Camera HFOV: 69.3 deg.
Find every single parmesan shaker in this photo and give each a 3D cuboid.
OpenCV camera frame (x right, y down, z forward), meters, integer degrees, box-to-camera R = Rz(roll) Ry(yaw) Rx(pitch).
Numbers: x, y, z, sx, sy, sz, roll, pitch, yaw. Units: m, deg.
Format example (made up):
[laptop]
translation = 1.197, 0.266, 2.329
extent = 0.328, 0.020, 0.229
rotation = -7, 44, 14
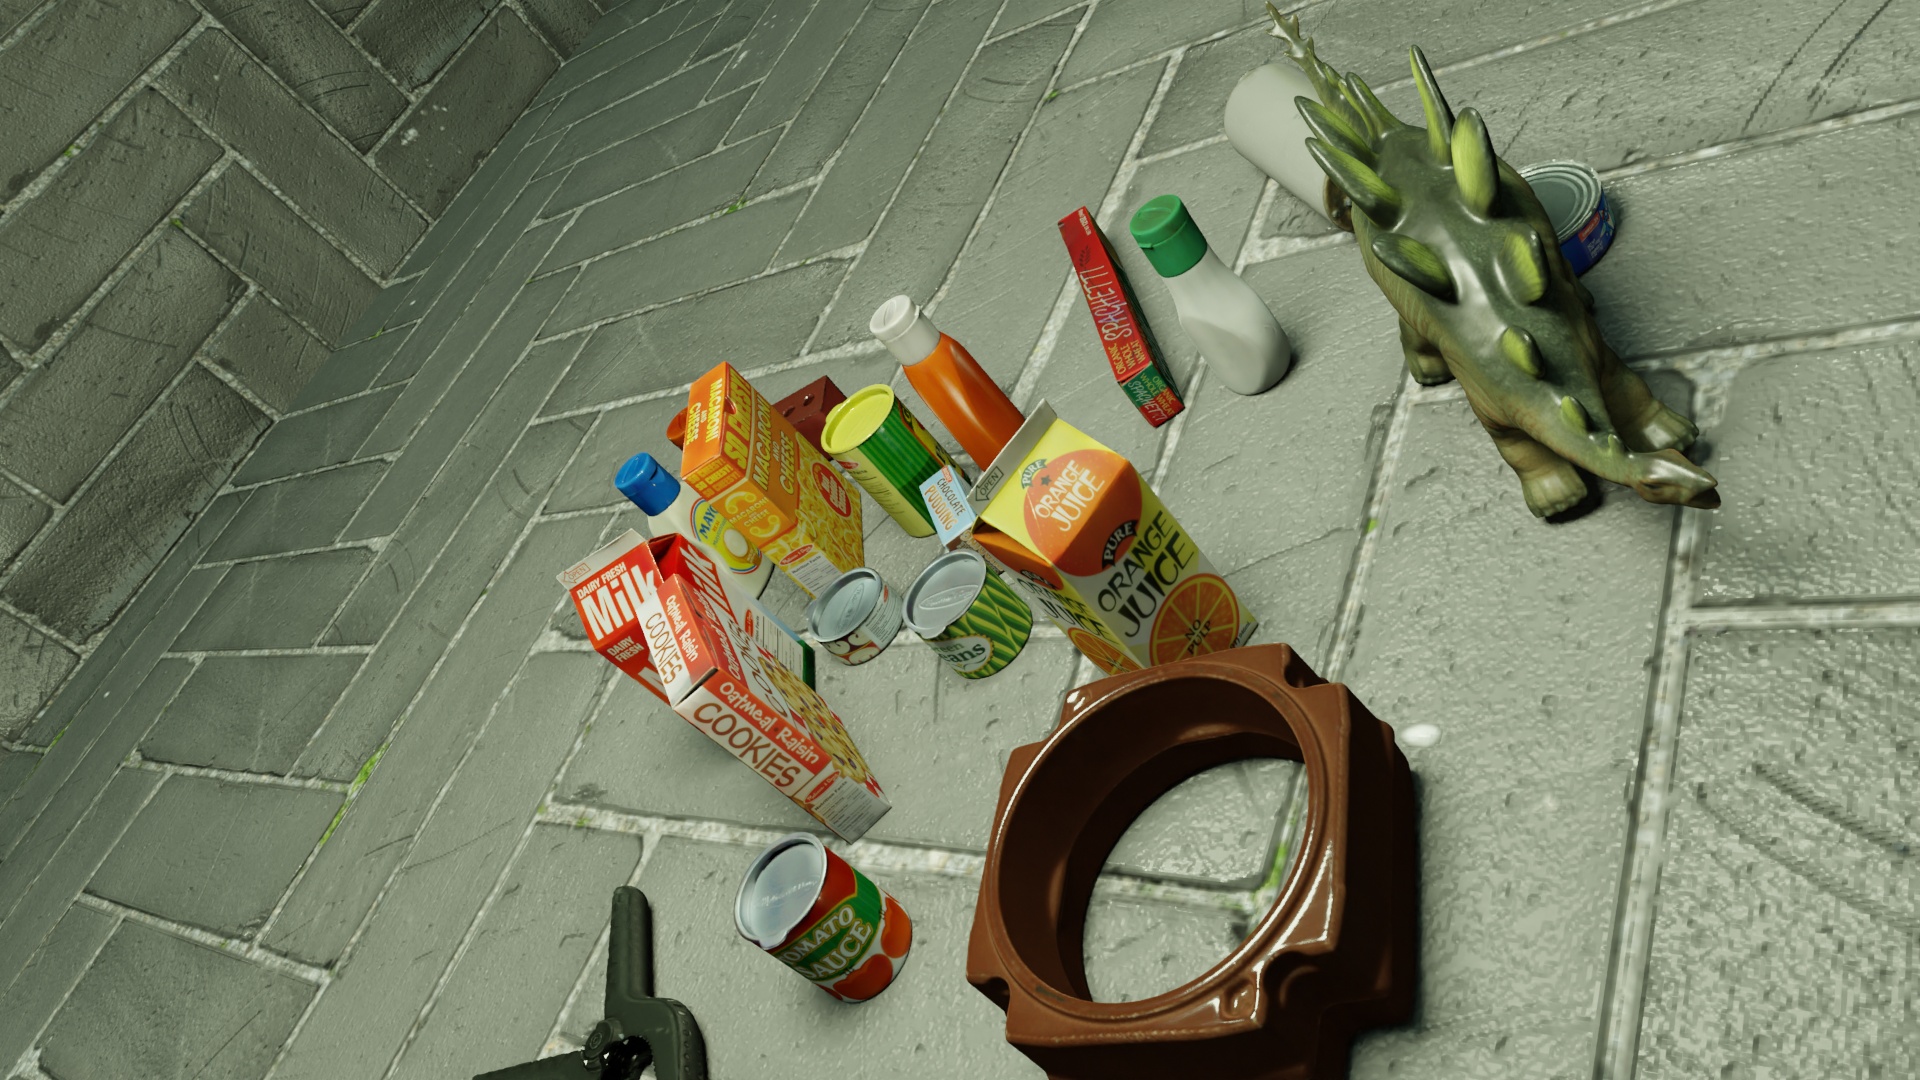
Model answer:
[parmesan shaker]
translation = -0.048, -0.059, 1.042
extent = 0.071, 0.103, 0.072
rotation = -27, 38, 23

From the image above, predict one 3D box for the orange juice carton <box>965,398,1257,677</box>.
[orange juice carton]
translation = 0.077, 0.010, 0.764
extent = 0.072, 0.192, 0.073
rotation = -53, 35, -13

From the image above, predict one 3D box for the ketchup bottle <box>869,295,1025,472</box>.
[ketchup bottle]
translation = -0.008, -0.117, 1.023
extent = 0.043, 0.148, 0.065
rotation = -24, 39, 27

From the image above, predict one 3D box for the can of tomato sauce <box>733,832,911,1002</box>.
[can of tomato sauce]
translation = -0.077, 0.217, 0.792
extent = 0.071, 0.083, 0.071
rotation = -27, 38, 23

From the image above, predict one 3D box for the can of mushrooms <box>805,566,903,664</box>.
[can of mushrooms]
translation = -0.077, 0.055, 1.010
extent = 0.071, 0.033, 0.071
rotation = -27, 38, 23

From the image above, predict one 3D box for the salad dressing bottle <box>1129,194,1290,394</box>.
[salad dressing bottle]
translation = 0.161, -0.158, 0.898
extent = 0.064, 0.147, 0.044
rotation = 18, 67, 52

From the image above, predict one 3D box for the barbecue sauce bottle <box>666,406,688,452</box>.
[barbecue sauce bottle]
translation = -0.172, -0.049, 1.114
extent = 0.043, 0.148, 0.065
rotation = -37, 35, 9

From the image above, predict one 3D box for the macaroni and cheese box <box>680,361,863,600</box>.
[macaroni and cheese box]
translation = -0.139, -0.042, 1.057
extent = 0.040, 0.166, 0.124
rotation = -31, 36, 18

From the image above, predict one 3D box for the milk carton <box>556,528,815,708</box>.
[milk carton]
translation = -0.188, 0.065, 0.972
extent = 0.072, 0.190, 0.074
rotation = -31, 36, 18

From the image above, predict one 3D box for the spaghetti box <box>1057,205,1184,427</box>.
[spaghetti box]
translation = 0.117, -0.174, 1.046
extent = 0.028, 0.050, 0.251
rotation = -32, 36, 16

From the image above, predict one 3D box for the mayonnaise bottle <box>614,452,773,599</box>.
[mayonnaise bottle]
translation = -0.213, -0.011, 1.115
extent = 0.041, 0.147, 0.065
rotation = -15, 43, 35

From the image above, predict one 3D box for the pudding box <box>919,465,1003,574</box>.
[pudding box]
translation = 0.004, -0.012, 0.987
extent = 0.030, 0.049, 0.084
rotation = -37, 35, 9

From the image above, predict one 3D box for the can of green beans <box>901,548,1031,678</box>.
[can of green beans]
translation = 0.005, 0.049, 0.913
extent = 0.071, 0.057, 0.071
rotation = -27, 38, 23

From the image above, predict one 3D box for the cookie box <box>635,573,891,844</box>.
[cookie box]
translation = -0.126, 0.106, 0.886
extent = 0.040, 0.167, 0.123
rotation = -43, 34, 1
